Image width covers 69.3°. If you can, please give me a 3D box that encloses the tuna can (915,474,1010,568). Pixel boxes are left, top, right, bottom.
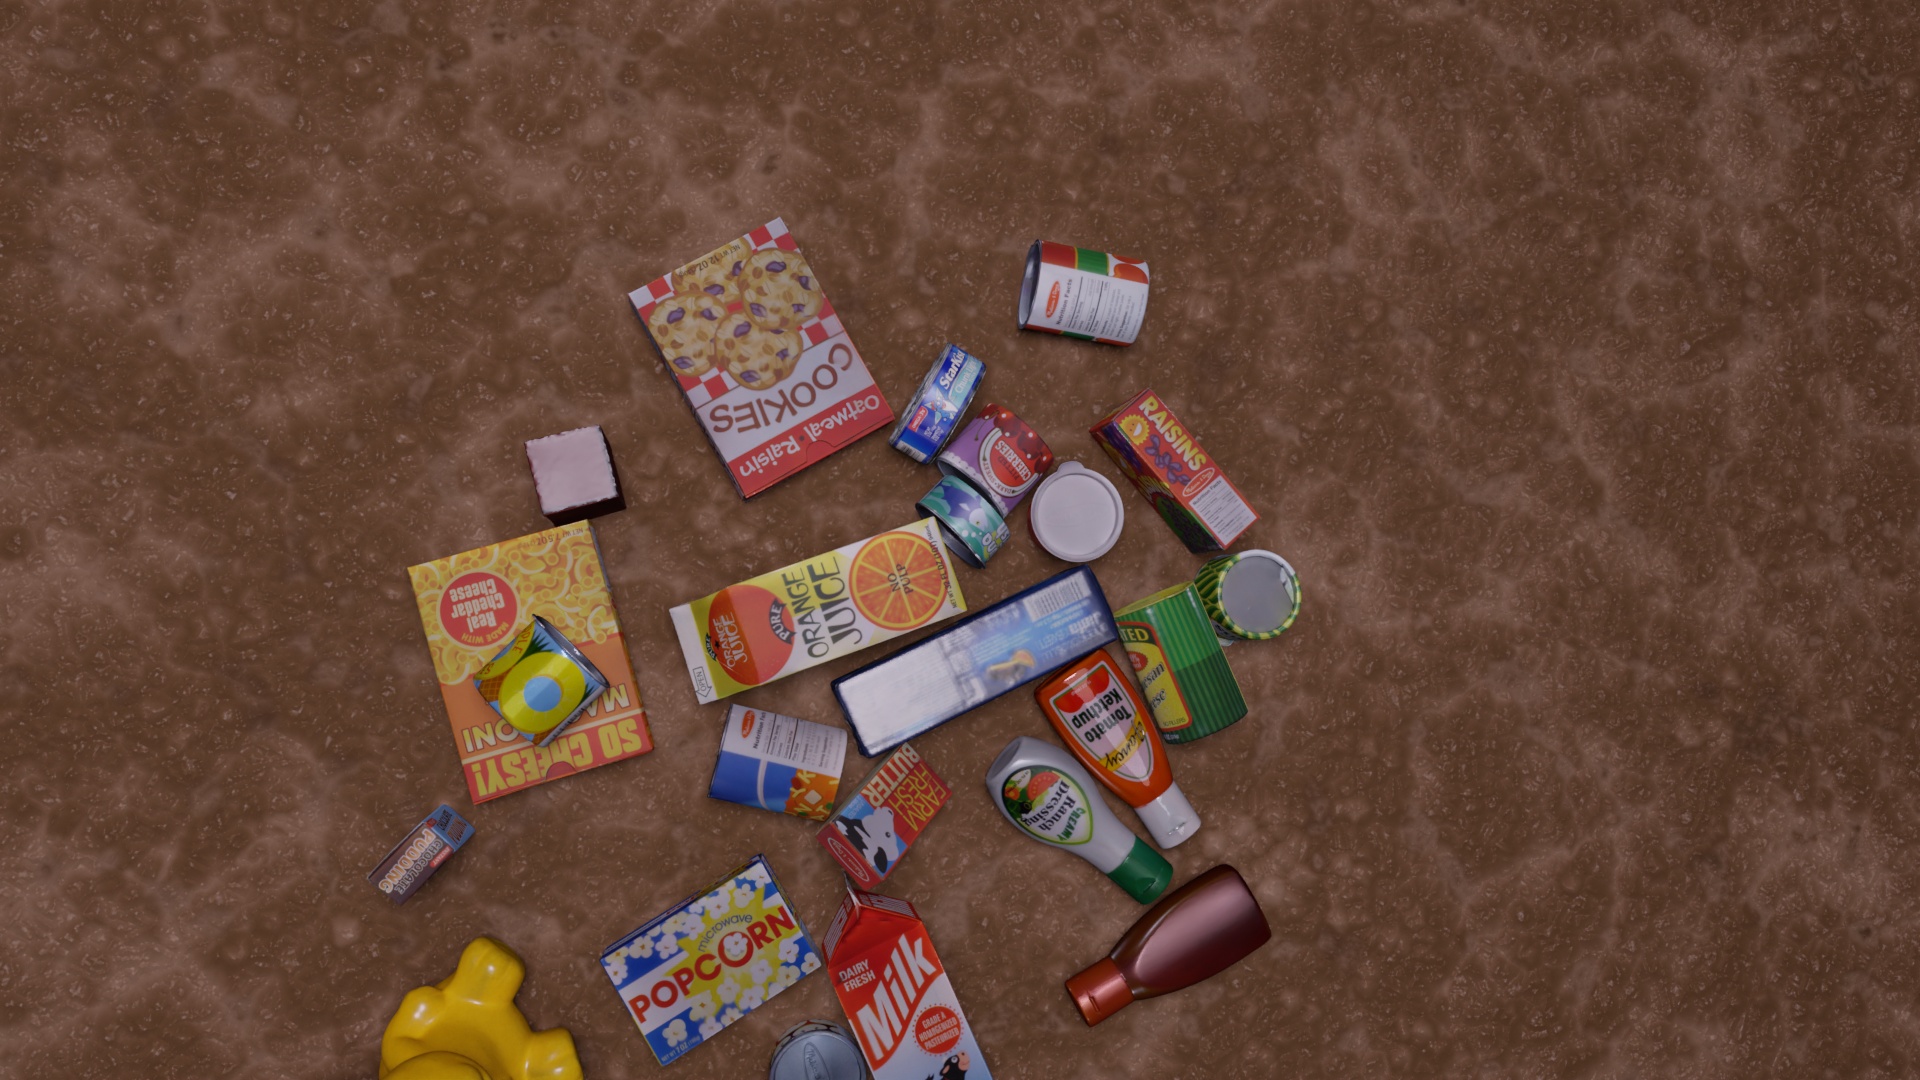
[{"bbox_3d":[0.004,-0.012,0.994,0.071,0.071,0.033,45,80,-3],"label":"tuna can"}]

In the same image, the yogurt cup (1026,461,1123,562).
[{"bbox_3d":[0.080,-0.017,1.015,0.072,0.054,0.072,1,85,-9],"label":"yogurt cup"}]

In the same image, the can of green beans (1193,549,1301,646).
[{"bbox_3d":[0.211,0.041,1.028,0.071,0.057,0.071,1,85,-9],"label":"can of green beans"}]

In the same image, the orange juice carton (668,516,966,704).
[{"bbox_3d":[-0.101,0.049,0.970,0.193,0.073,0.072,-19,88,-10],"label":"orange juice carton"}]

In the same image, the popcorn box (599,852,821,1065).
[{"bbox_3d":[-0.170,0.286,0.954,0.127,0.038,0.085,-30,90,-11],"label":"popcorn box"}]

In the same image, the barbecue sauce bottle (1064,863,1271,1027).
[{"bbox_3d":[0.147,0.296,1.002,0.149,0.043,0.065,-28,90,-10],"label":"barbecue sauce bottle"}]

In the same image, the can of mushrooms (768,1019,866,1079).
[{"bbox_3d":[-0.102,0.369,0.960,0.071,0.033,0.071,1,85,-9],"label":"can of mushrooms"}]

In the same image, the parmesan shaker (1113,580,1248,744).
[{"bbox_3d":[0.160,0.089,1.009,0.071,0.071,0.103,-23,89,-10],"label":"parmesan shaker"}]

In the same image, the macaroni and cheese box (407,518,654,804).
[{"bbox_3d":[-0.293,0.082,0.953,0.124,0.040,0.166,-16,87,-10],"label":"macaroni and cheese box"}]

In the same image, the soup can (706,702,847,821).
[{"bbox_3d":[-0.127,0.156,0.961,0.084,0.071,0.071,15,83,-8],"label":"soup can"}]

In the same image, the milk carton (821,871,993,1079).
[{"bbox_3d":[-0.040,0.320,0.955,0.073,0.072,0.190,-24,89,-10],"label":"milk carton"}]

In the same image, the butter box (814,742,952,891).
[{"bbox_3d":[-0.051,0.188,0.960,0.053,0.024,0.104,48,39,-1],"label":"butter box"}]

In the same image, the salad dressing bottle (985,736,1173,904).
[{"bbox_3d":[0.087,0.203,0.999,0.147,0.044,0.064,40,103,-6],"label":"salad dressing bottle"}]

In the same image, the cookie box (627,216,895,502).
[{"bbox_3d":[-0.142,-0.129,0.996,0.123,0.040,0.167,-30,90,-11],"label":"cookie box"}]

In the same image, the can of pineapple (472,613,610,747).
[{"bbox_3d":[-0.273,0.090,0.899,0.071,0.071,0.058,46,80,-3],"label":"can of pineapple"}]

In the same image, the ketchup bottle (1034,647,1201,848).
[{"bbox_3d":[0.119,0.153,1.010,0.065,0.043,0.149,-35,91,-4],"label":"ketchup bottle"}]

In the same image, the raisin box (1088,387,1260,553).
[{"bbox_3d":[0.153,-0.049,1.013,0.040,0.086,0.123,-41,92,-5],"label":"raisin box"}]

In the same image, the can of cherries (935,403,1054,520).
[{"bbox_3d":[0.026,-0.056,1.001,0.071,0.071,0.058,43,80,-3],"label":"can of cherries"}]

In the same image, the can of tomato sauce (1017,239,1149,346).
[{"bbox_3d":[0.090,-0.183,1.027,0.083,0.071,0.071,9,84,-9],"label":"can of tomato sauce"}]

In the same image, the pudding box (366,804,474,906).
[{"bbox_3d":[-0.352,0.204,0.910,0.030,0.083,0.050,44,80,-6],"label":"pudding box"}]
